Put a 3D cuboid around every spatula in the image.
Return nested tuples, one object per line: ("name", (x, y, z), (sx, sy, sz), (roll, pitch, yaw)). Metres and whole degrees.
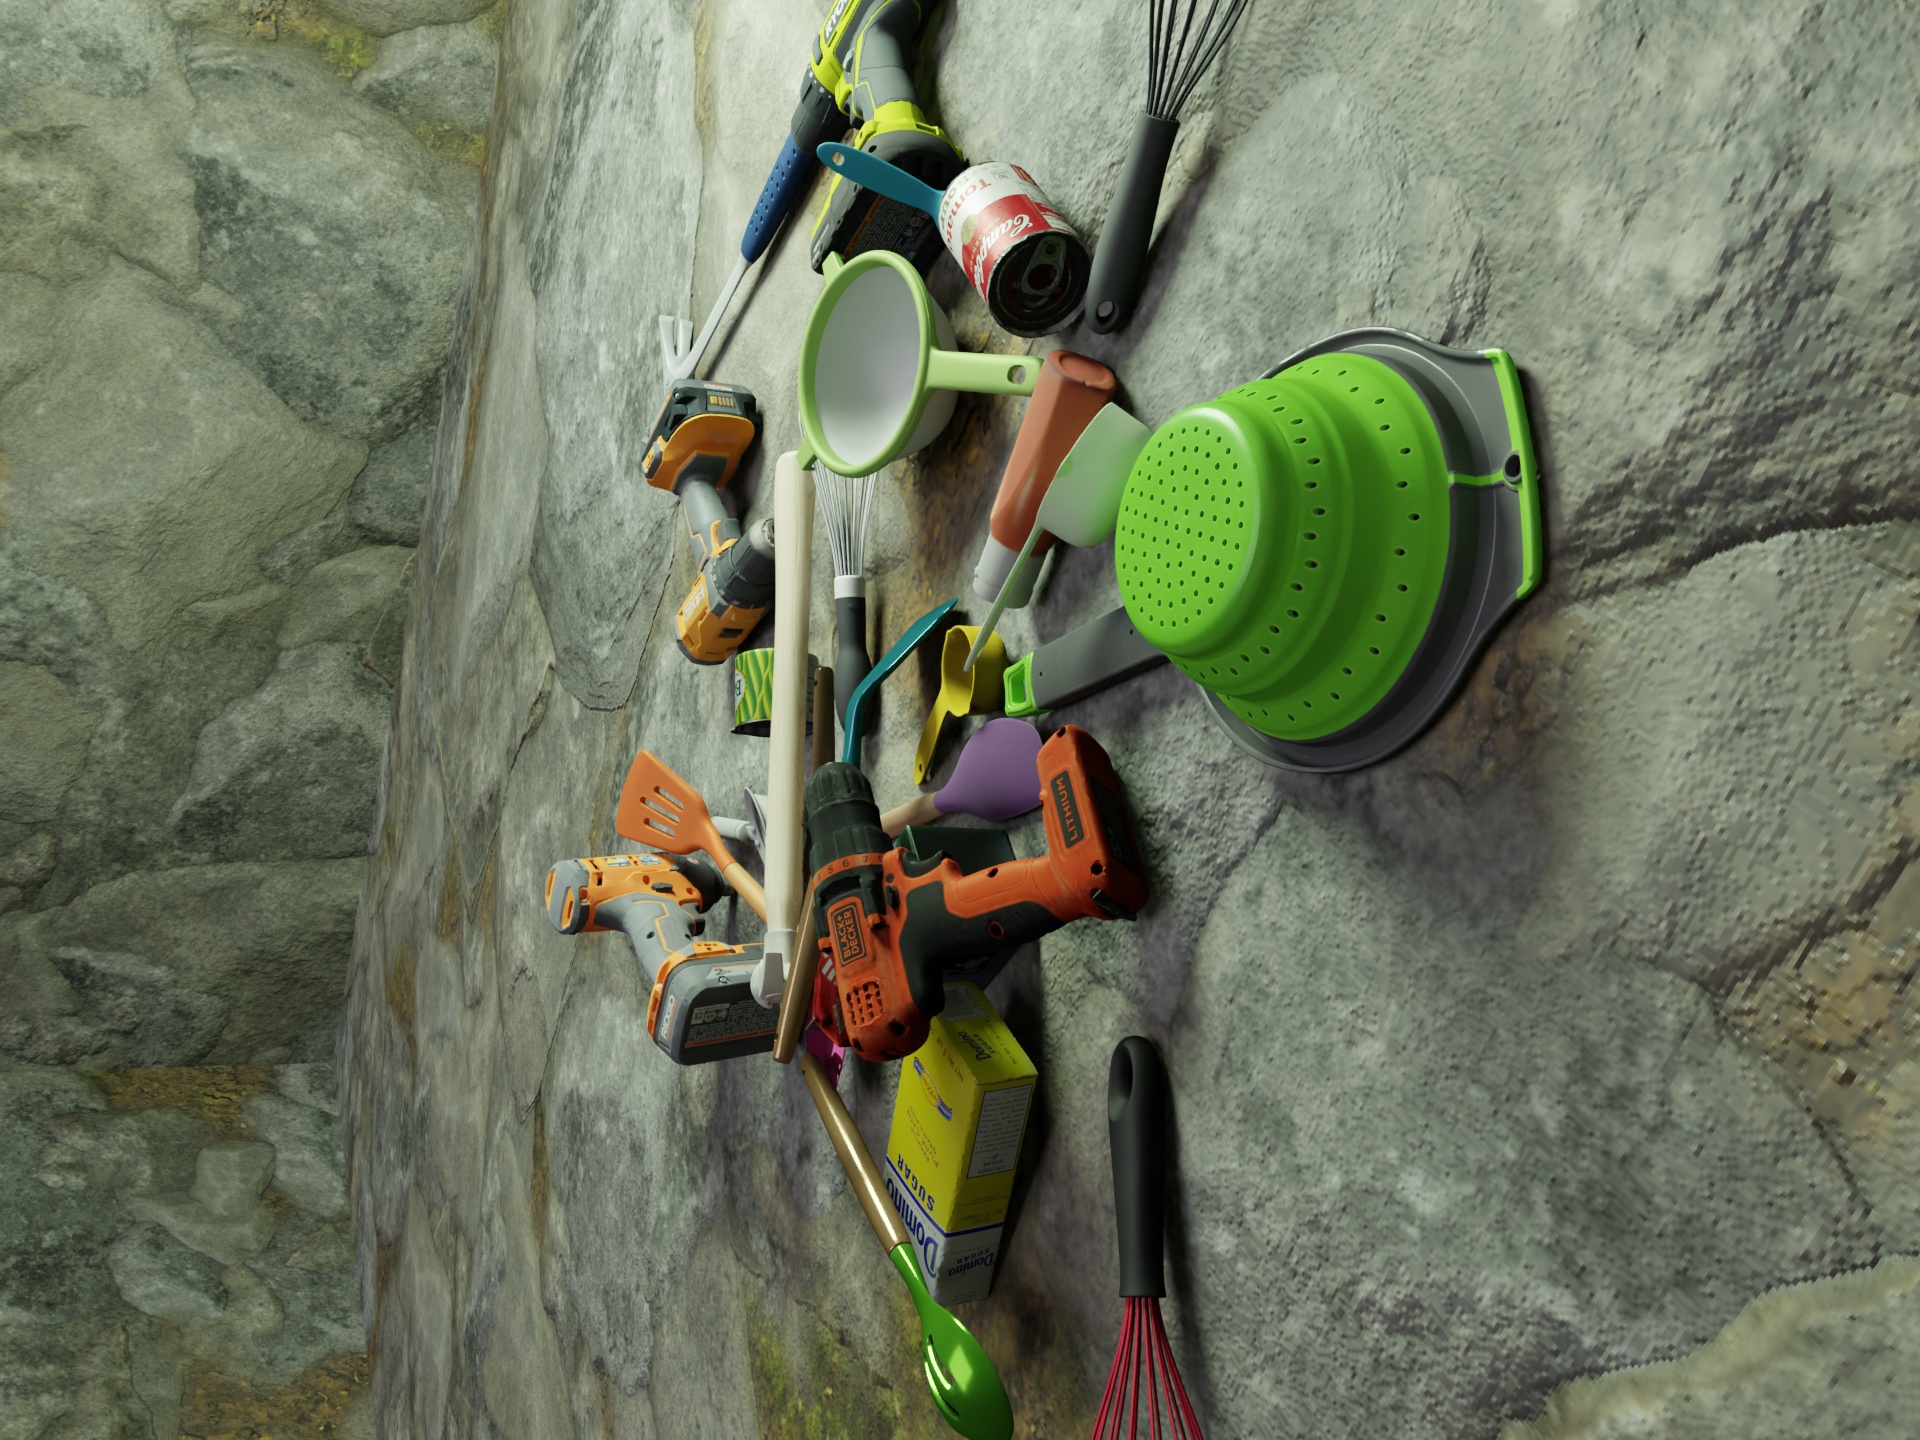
("spatula", (-0.068, 0.065, 1.028), (0.082, 0.044, 0.318), (-21, 53, 64))
("spatula", (-0.175, 0.130, 1.241), (0.323, 0.041, 0.081), (38, 114, 43))
("spatula", (-0.024, 0.057, 1.057), (0.316, 0.018, 0.060), (-29, 76, 58))

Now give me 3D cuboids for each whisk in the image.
("whisk", (0.091, 0.303, 0.779), (0.073, 0.073, 0.296), (-34, 50, 55))
("whisk", (0.109, -0.321, 0.851), (0.055, 0.055, 0.238), (-124, 41, -49))
("whisk", (-0.083, -0.129, 1.161), (0.070, 0.070, 0.284), (-9, 83, 61))

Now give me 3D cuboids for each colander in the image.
("colander", (0.095, -0.062, 0.778), (0.397, 0.094, 0.205), (-25, 64, 58))

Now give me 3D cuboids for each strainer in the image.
("strainer", (-0.172, 0.091, 1.306), (0.258, 0.050, 0.087), (-2, 106, 67))
("strainer", (-0.011, -0.227, 1.043), (0.256, 0.069, 0.151), (18, 102, 48))

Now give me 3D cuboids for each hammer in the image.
("hammer", (-0.122, -0.008, 1.144), (0.146, 0.038, 0.411), (119, 152, -69))
("hammer", (-0.195, -0.419, 1.430), (0.405, 0.035, 0.144), (-46, 48, 50))

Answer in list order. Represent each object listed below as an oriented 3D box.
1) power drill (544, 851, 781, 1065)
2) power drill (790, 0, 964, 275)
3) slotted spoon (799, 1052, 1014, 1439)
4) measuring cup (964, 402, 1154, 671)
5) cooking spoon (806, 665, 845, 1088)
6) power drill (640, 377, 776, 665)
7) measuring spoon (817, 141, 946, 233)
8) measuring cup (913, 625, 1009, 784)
("power drill", (-0.214, 0.176, 1.277), (0.227, 0.164, 0.084), (35, 117, 44))
("power drill", (-0.068, -0.428, 1.158), (0.190, 0.080, 0.229), (-44, 46, 50))
("slotted spoon", (-0.045, 0.304, 0.960), (0.314, 0.031, 0.070), (-129, 37, -53))
("measuring cup", (0.055, -0.090, 0.865), (0.167, 0.038, 0.083), (-61, -7, 15))
("cooking spoon", (-0.099, 0.111, 1.150), (0.068, 0.017, 0.319), (-33, 54, 57))
("power drill", (-0.205, -0.184, 1.371), (0.185, 0.084, 0.226), (-42, 54, 51))
("measuring spoon", (-0.036, -0.343, 1.035), (0.021, 0.128, 0.042), (-73, 8, -55))
("measuring cup", (-0.002, -0.003, 1.033), (0.156, 0.029, 0.062), (113, 148, -52))
